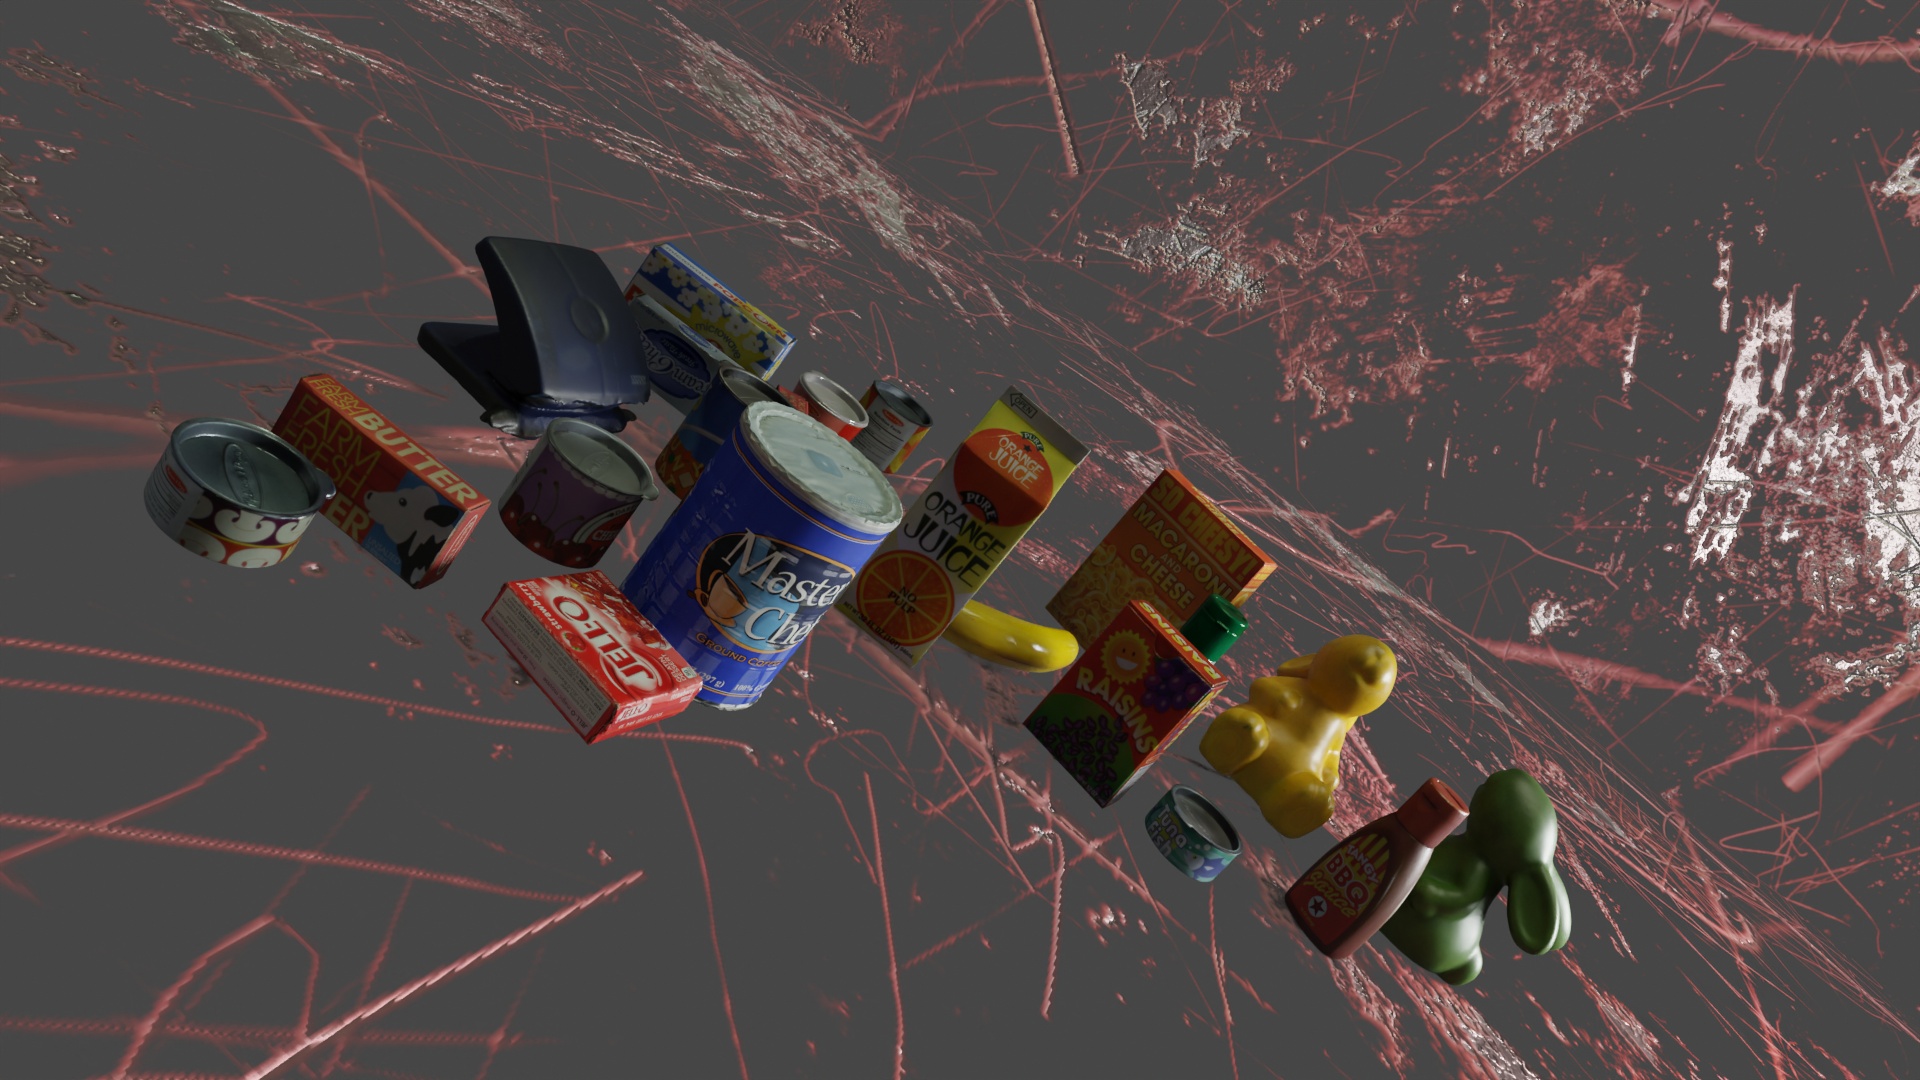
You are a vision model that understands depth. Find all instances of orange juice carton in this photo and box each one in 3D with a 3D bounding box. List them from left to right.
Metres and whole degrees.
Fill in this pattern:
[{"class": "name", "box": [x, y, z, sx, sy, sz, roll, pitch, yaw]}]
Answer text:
[{"class": "orange juice carton", "box": [0.003, -0.012, 0.956, 0.072, 0.192, 0.073, 39, 18, -1]}]

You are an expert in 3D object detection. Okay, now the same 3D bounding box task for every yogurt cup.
[{"class": "yogurt cup", "box": [-0.118, -0.098, 1.150, 0.072, 0.053, 0.073, 35, 18, -13]}]

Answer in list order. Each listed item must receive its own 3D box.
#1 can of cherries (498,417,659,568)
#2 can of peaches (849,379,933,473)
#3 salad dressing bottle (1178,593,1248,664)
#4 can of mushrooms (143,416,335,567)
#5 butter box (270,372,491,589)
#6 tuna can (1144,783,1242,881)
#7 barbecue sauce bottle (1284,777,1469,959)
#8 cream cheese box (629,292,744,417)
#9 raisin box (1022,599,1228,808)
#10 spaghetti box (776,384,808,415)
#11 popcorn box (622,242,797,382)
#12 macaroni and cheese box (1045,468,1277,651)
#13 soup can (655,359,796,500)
[{"class": "can of cherries", "box": [-0.215, -0.025, 0.782, 0.071, 0.058, 0.072, 35, 18, -13]}, {"class": "can of peaches", "box": [-0.067, -0.103, 1.251, 0.071, 0.058, 0.071, 35, 18, -13]}, {"class": "salad dressing bottle", "box": [0.155, 0.105, 1.043, 0.064, 0.147, 0.044, 39, 18, 0]}, {"class": "can of mushrooms", "box": [-0.318, -0.021, 0.614, 0.071, 0.033, 0.071, 35, 19, -13]}, {"class": "butter box", "box": [-0.284, -0.029, 0.669, 0.103, 0.053, 0.024, 39, 18, -1]}, {"class": "tuna can", "box": [0.166, 0.210, 0.998, 0.071, 0.032, 0.071, 35, 19, -13]}, {"class": "barbecue sauce bottle", "box": [0.309, 0.238, 1.022, 0.043, 0.148, 0.065, 24, 23, -40]}, {"class": "cream cheese box", "box": [-0.215, -0.134, 1.049, 0.104, 0.053, 0.024, 37, 18, -5]}, {"class": "raisin box", "box": [0.115, 0.114, 0.983, 0.086, 0.123, 0.040, 46, 19, 21]}, {"class": "spaghetti box", "box": [-0.134, -0.044, 0.997, 0.028, 0.050, 0.251, 32, 19, -21]}, {"class": "popcorn box", "box": [-0.204, -0.159, 1.079, 0.126, 0.085, 0.038, 37, 18, -6]}, {"class": "macaroni and cheese box", "box": [0.171, 0.040, 1.197, 0.124, 0.166, 0.040, 47, 19, 23]}, {"class": "soup can", "box": [-0.161, -0.069, 0.950, 0.071, 0.083, 0.071, 35, 18, -13]}]
